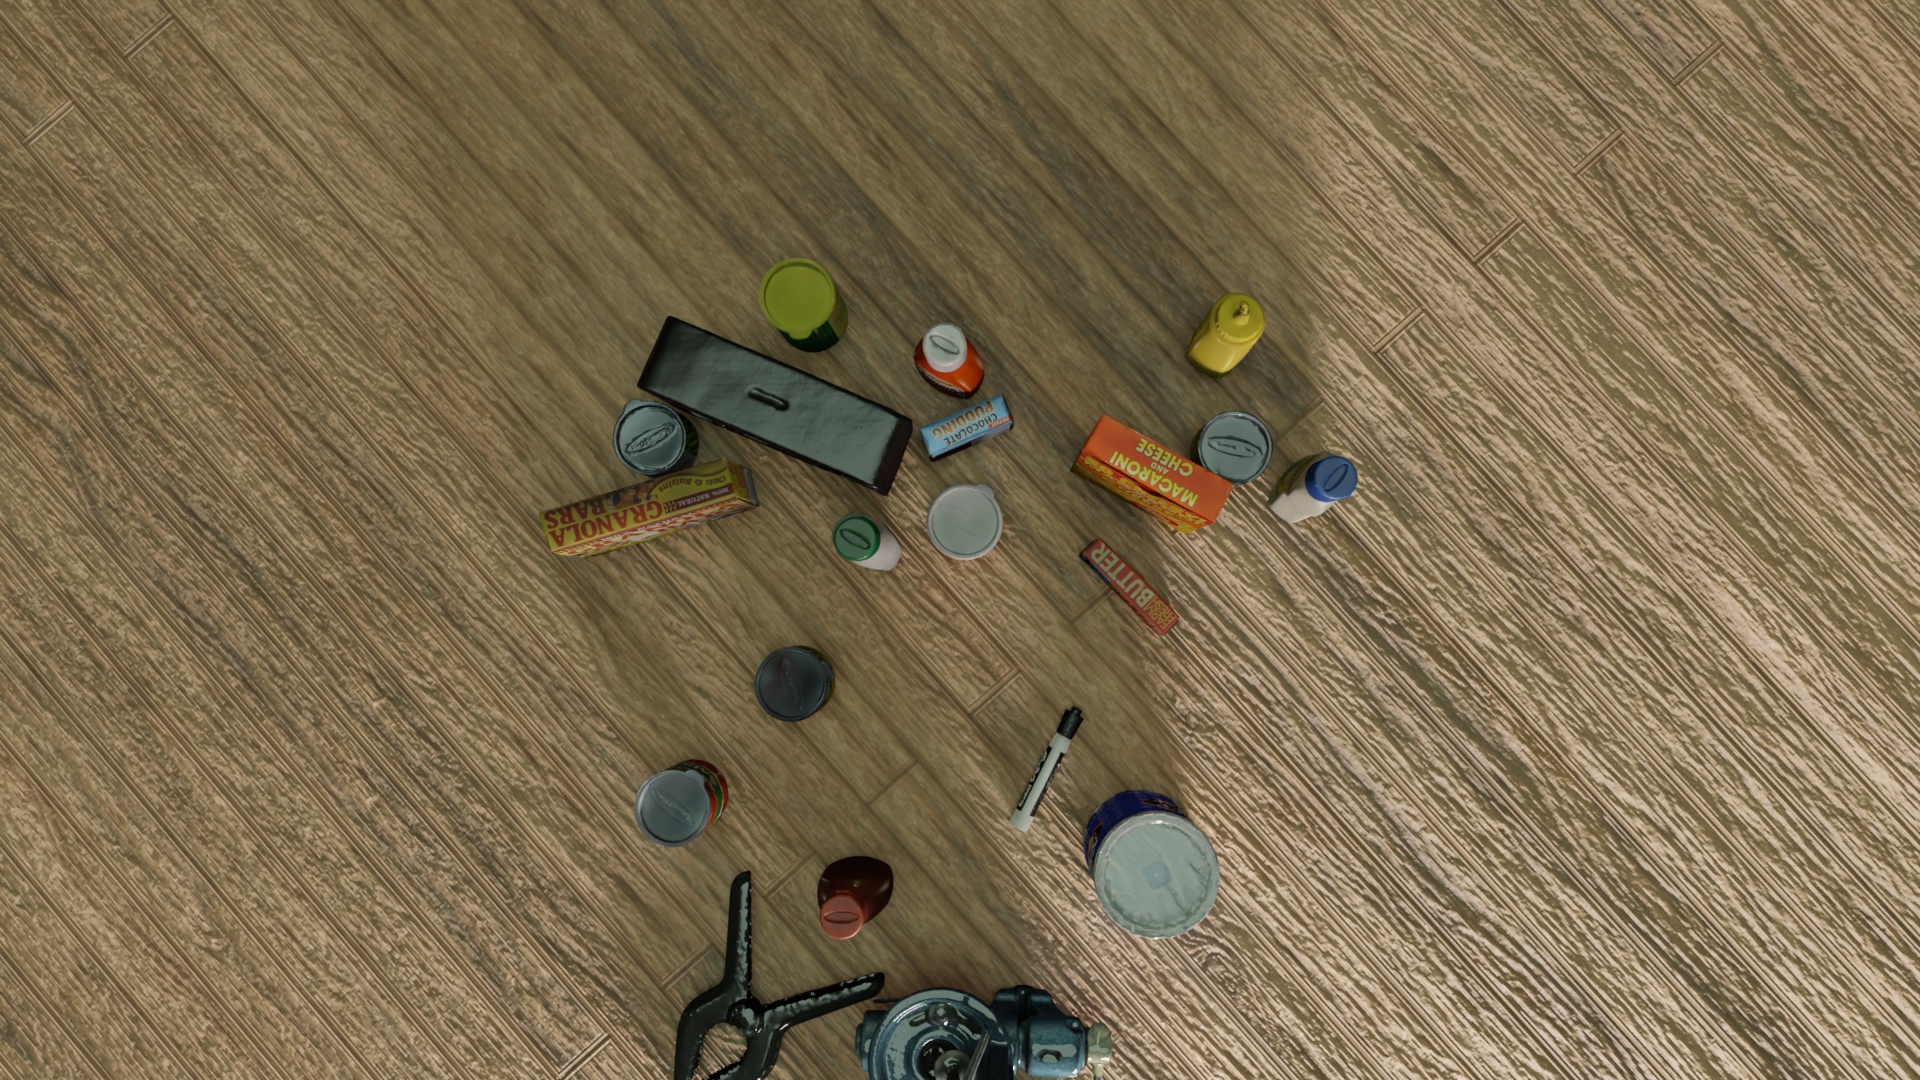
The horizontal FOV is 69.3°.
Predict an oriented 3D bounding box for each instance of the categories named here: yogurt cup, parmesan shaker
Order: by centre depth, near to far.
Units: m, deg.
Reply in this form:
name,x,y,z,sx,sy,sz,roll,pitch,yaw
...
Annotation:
name,x,y,z,sx,sy,sz,roll,pitch,yaw
parmesan shaker,-0.139,-0.206,1.245,0.071,0.103,0.071,0,87,1
yogurt cup,0.004,-0.016,1.256,0.072,0.054,0.072,0,87,1

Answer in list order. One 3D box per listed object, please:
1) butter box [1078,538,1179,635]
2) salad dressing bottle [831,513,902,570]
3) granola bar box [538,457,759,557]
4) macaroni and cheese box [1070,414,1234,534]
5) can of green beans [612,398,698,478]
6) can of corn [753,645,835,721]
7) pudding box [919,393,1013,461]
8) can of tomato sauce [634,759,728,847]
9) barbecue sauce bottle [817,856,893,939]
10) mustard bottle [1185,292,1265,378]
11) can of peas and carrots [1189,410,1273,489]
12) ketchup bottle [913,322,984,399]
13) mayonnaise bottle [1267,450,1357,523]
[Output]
name,x,y,z,sx,sy,sz,roll,pitch,yaw
butter box,0.151,0.041,1.250,0.024,0.053,0.103,-45,87,-1
salad dressing bottle,-0.085,0.001,1.210,0.064,0.147,0.044,30,89,3
granola bar box,-0.270,-0.027,1.228,0.166,0.124,0.039,-17,87,1
macaroni and cheese box,0.161,-0.053,1.198,0.124,0.166,0.040,29,89,3
can of green beans,-0.276,-0.090,1.264,0.071,0.058,0.071,0,87,1
can of corn,-0.146,0.127,1.249,0.071,0.058,0.071,0,87,1
pudding box,0.006,-0.102,1.262,0.084,0.049,0.030,-23,87,0
can of tomato sauce,-0.245,0.230,1.234,0.071,0.083,0.071,0,87,1
barbecue sauce bottle,-0.094,0.306,1.193,0.065,0.148,0.043,0,88,2
mustard bottle,0.234,-0.183,1.206,0.049,0.160,0.065,32,89,3
can of peas and carrots,0.243,-0.078,1.251,0.071,0.058,0.071,0,87,1
ketchup bottle,-0.011,-0.160,1.216,0.065,0.149,0.043,30,89,3
mayonnaise bottle,0.308,-0.049,1.203,0.041,0.148,0.065,39,89,3
